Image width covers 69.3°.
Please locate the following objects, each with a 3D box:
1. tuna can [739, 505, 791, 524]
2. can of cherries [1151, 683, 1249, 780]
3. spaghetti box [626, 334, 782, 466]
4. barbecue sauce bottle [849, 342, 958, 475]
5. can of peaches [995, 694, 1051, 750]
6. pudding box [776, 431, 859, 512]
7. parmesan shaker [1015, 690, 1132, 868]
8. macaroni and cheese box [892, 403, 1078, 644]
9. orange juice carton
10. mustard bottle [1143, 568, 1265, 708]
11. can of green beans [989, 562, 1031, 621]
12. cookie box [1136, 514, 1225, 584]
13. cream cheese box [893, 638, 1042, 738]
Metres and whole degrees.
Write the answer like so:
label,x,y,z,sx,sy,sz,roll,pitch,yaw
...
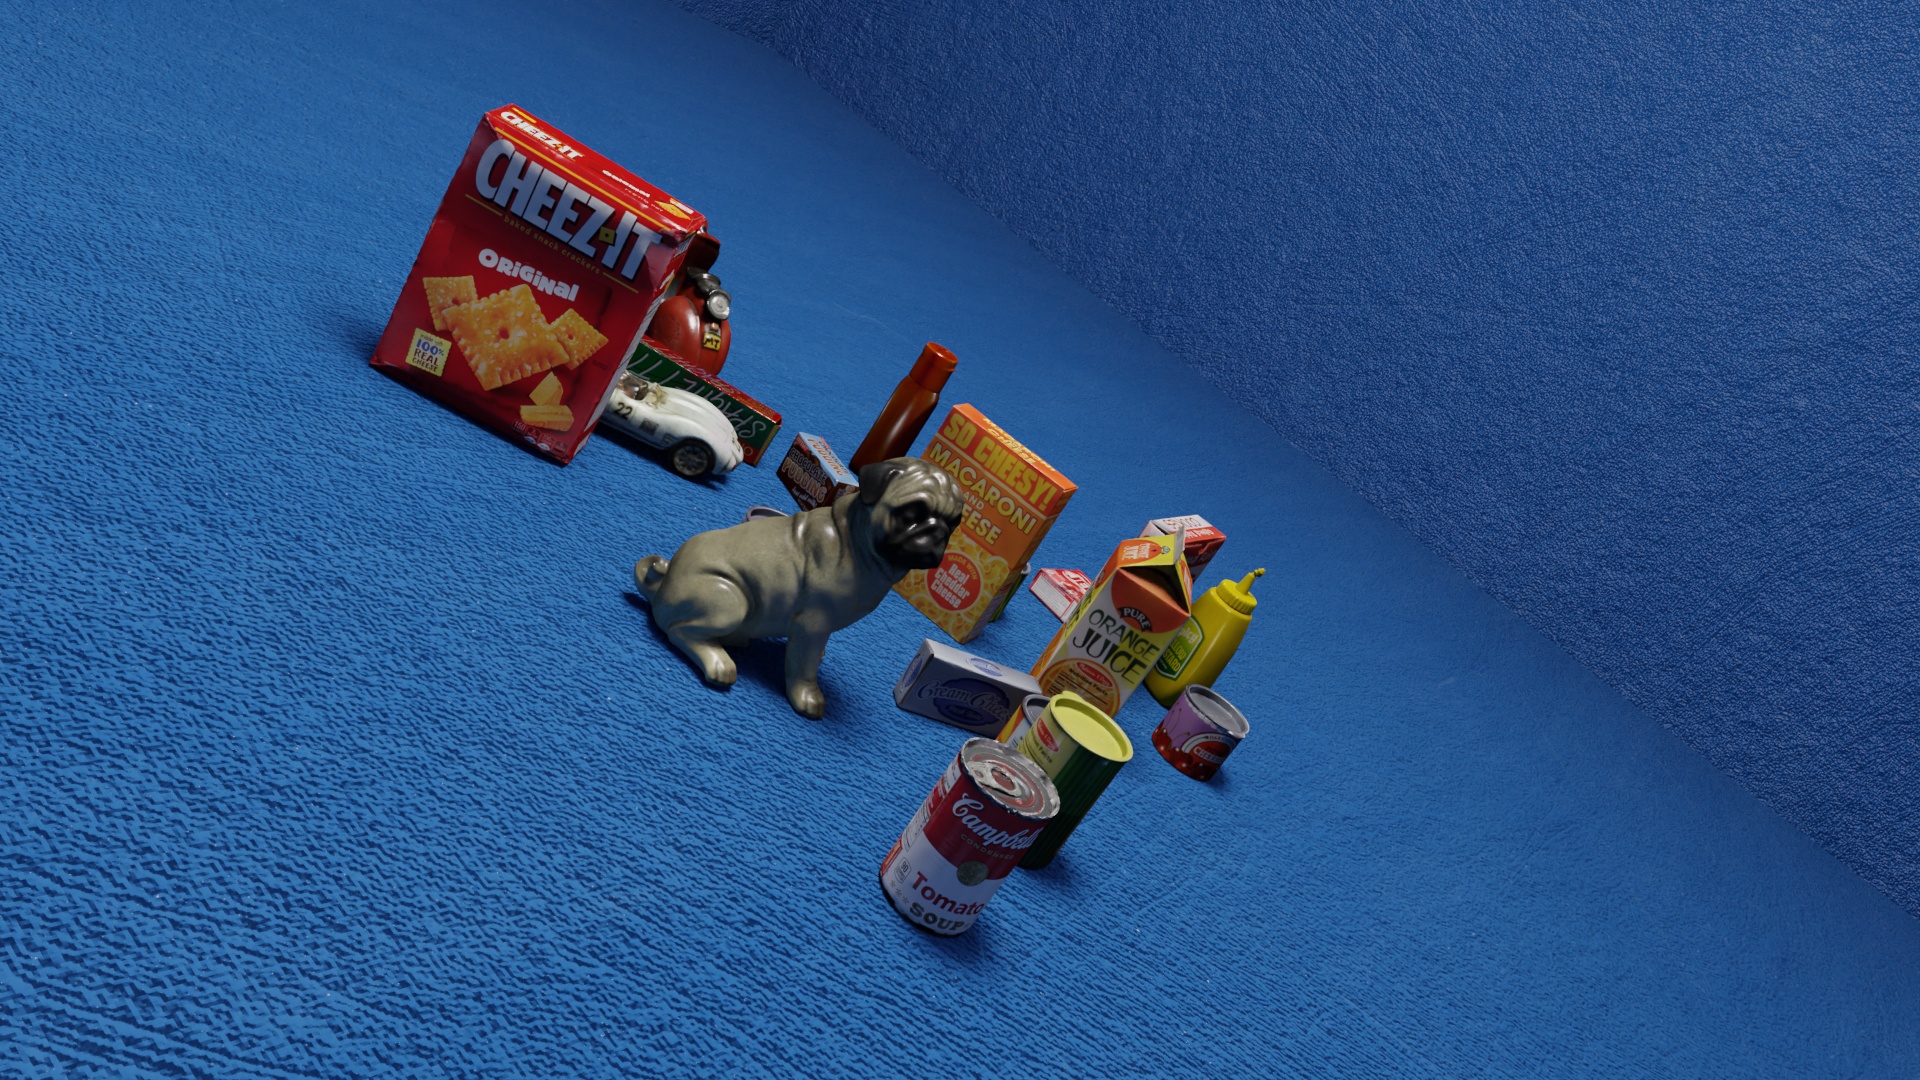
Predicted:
label,x,y,z,sx,sy,sz,roll,pitch,yaw
tuna can,-0.146,0.005,1.111,0.071,0.032,0.071,29,20,-11
can of cherries,0.213,0.172,1.231,0.071,0.058,0.072,29,20,-11
spaghetti box,-0.278,-0.152,1.251,0.250,0.050,0.029,31,20,-7
barbecue sauce bottle,-0.054,-0.127,1.390,0.044,0.148,0.065,37,20,10
can of peaches,0.060,0.158,1.033,0.071,0.058,0.071,29,20,-11
pudding box,-0.128,-0.055,1.254,0.030,0.049,0.084,14,27,-43
parmesan shaker,0.061,0.164,0.953,0.071,0.102,0.071,29,20,-12
macaroni and cheese box,0.004,-0.015,1.191,0.124,0.166,0.040,38,20,14
orange juice carton,0.130,0.072,1.141,0.073,0.192,0.072,33,19,-1
mustard bottle,0.235,0.086,1.316,0.049,0.159,0.065,19,24,-35
can of green beans,0.022,0.032,1.267,0.071,0.057,0.071,29,20,-11
cookie box,0.164,0.055,1.269,0.040,0.167,0.123,41,21,20
cream cheese box,0.006,0.115,1.056,0.104,0.053,0.024,22,22,-28
